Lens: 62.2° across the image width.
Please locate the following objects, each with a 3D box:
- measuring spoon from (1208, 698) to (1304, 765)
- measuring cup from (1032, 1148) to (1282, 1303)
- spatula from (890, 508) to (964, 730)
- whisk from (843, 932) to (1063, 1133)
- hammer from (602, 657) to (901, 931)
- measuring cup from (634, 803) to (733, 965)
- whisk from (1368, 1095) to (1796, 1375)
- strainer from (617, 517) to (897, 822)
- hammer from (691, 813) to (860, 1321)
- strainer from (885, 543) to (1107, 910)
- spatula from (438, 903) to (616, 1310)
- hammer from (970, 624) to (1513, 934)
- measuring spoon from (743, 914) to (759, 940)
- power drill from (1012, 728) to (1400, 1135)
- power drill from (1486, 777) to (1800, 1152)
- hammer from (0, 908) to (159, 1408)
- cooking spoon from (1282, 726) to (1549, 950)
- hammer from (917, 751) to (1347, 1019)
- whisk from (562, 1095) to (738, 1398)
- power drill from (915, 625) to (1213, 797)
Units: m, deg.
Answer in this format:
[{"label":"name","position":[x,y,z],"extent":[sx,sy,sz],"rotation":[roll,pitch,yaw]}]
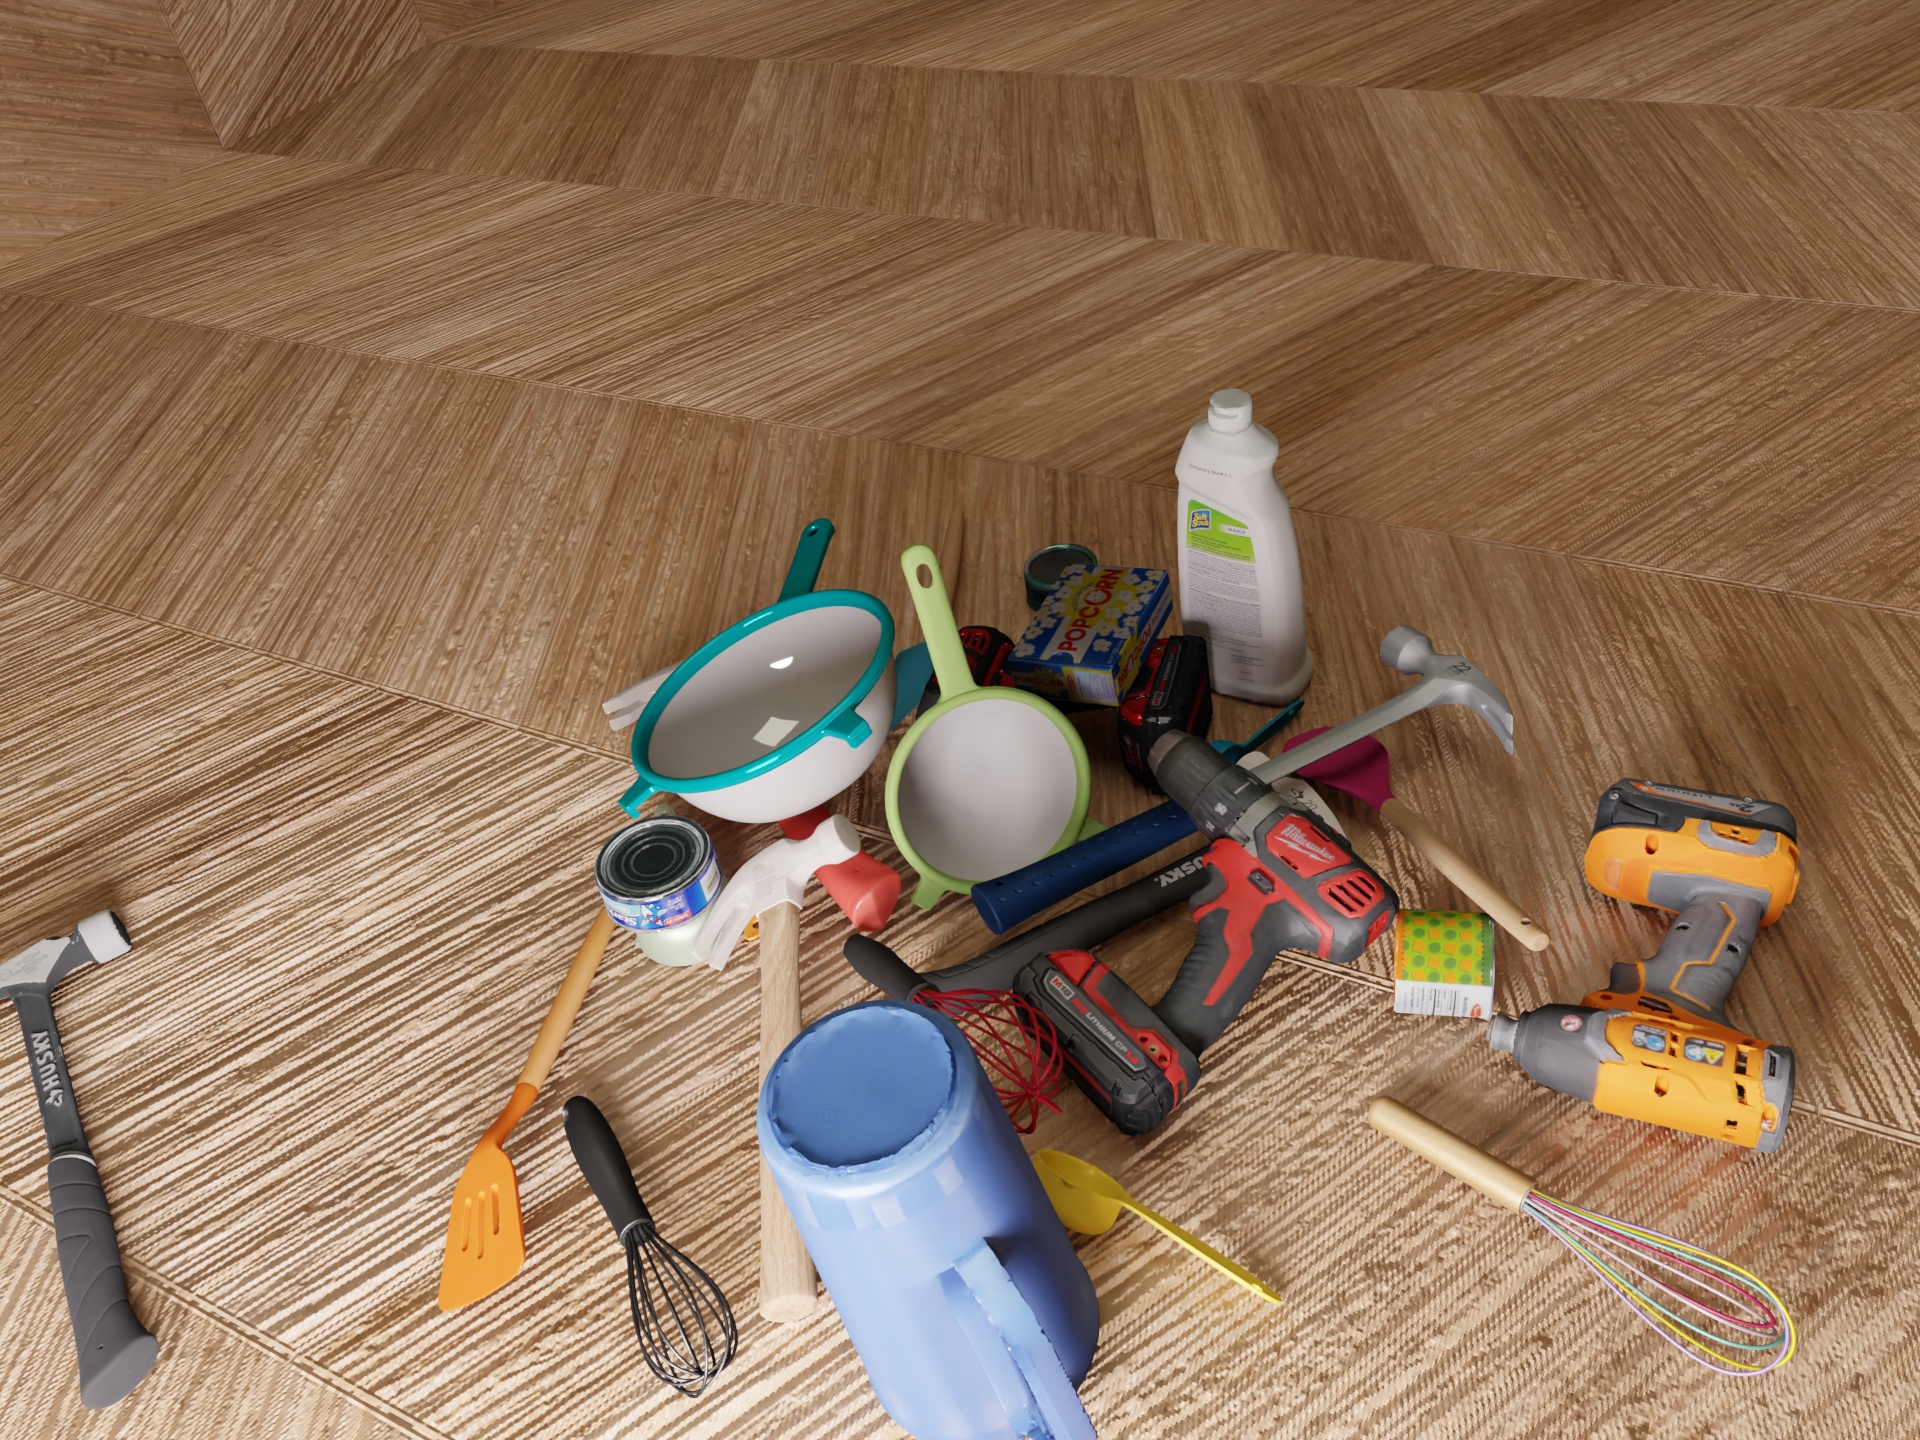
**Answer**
[{"label":"measuring spoon","position":[0.216,0.010,1.201],"extent":[0.021,0.042,0.128],"rotation":[38,51,26]},{"label":"measuring cup","position":[0.106,0.294,0.897],"extent":[0.157,0.062,0.029],"rotation":[28,93,20]},{"label":"spatula","position":[-0.025,-0.105,1.374],"extent":[0.044,0.082,0.318],"rotation":[10,36,-2]},{"label":"whisk","position":[-0.015,0.173,0.950],"extent":[0.073,0.073,0.296],"rotation":[-25,16,-18]},{"label":"hammer","position":[-0.152,0.048,1.218],"extent":[0.149,0.036,0.359],"rotation":[-27,41,-15]},{"label":"measuring cup","position":[-0.211,0.107,1.172],"extent":[0.083,0.038,0.168],"rotation":[-17,43,-8]},{"label":"whisk","position":[0.333,0.270,0.871],"extent":[0.051,0.047,0.245],"rotation":[-38,44,-27]},{"label":"strainer","position":[-0.118,-0.033,1.199],"extent":[0.211,0.095,0.341],"rotation":[-18,32,19]},{"label":"hammer","position":[-0.115,0.215,1.008],"extent":[0.130,0.031,0.332],"rotation":[-30,43,22]},{"label":"strainer","position":[-0.002,-0.004,1.129],"extent":[0.151,0.256,0.069],"rotation":[-20,14,-12]},{"label":"spatula","position":[-0.270,0.230,1.043],"extent":[0.081,0.041,0.323],"rotation":[-33,24,27]},{"label":"hammer","position":[0.197,0.048,1.102],"extent":[0.405,0.035,0.144],"rotation":[-25,36,-15]},{"label":"measuring spoon","position":[-0.128,0.118,1.169],"extent":[0.021,0.011,0.117],"rotation":[8,47,25]},{"label":"power drill","position":[0.135,0.123,0.993],"extent":[0.227,0.080,0.188],"rotation":[-39,64,-15]},{"label":"power drill","position":[0.422,0.143,0.973],"extent":[0.164,0.084,0.227],"rotation":[10,48,23]},{"label":"hammer","position":[-0.596,0.283,1.051],"extent":[0.149,0.036,0.409],"rotation":[-28,44,-19]},{"label":"cooking spoon","position":[0.302,0.070,1.073],"extent":[0.068,0.017,0.319],"rotation":[-19,25,-7]},{"label":"hammer","position":[0.113,0.132,1.082],"extent":[0.335,0.035,0.146],"rotation":[-24,41,-16]},{"label":"whisk","position":[-0.192,0.300,0.941],"extent":[0.055,0.055,0.239],"rotation":[-26,39,-18]},{"label":"power drill","position":[0.074,-0.008,1.224],"extent":[0.220,0.078,0.143],"rotation":[4,42,21]}]
